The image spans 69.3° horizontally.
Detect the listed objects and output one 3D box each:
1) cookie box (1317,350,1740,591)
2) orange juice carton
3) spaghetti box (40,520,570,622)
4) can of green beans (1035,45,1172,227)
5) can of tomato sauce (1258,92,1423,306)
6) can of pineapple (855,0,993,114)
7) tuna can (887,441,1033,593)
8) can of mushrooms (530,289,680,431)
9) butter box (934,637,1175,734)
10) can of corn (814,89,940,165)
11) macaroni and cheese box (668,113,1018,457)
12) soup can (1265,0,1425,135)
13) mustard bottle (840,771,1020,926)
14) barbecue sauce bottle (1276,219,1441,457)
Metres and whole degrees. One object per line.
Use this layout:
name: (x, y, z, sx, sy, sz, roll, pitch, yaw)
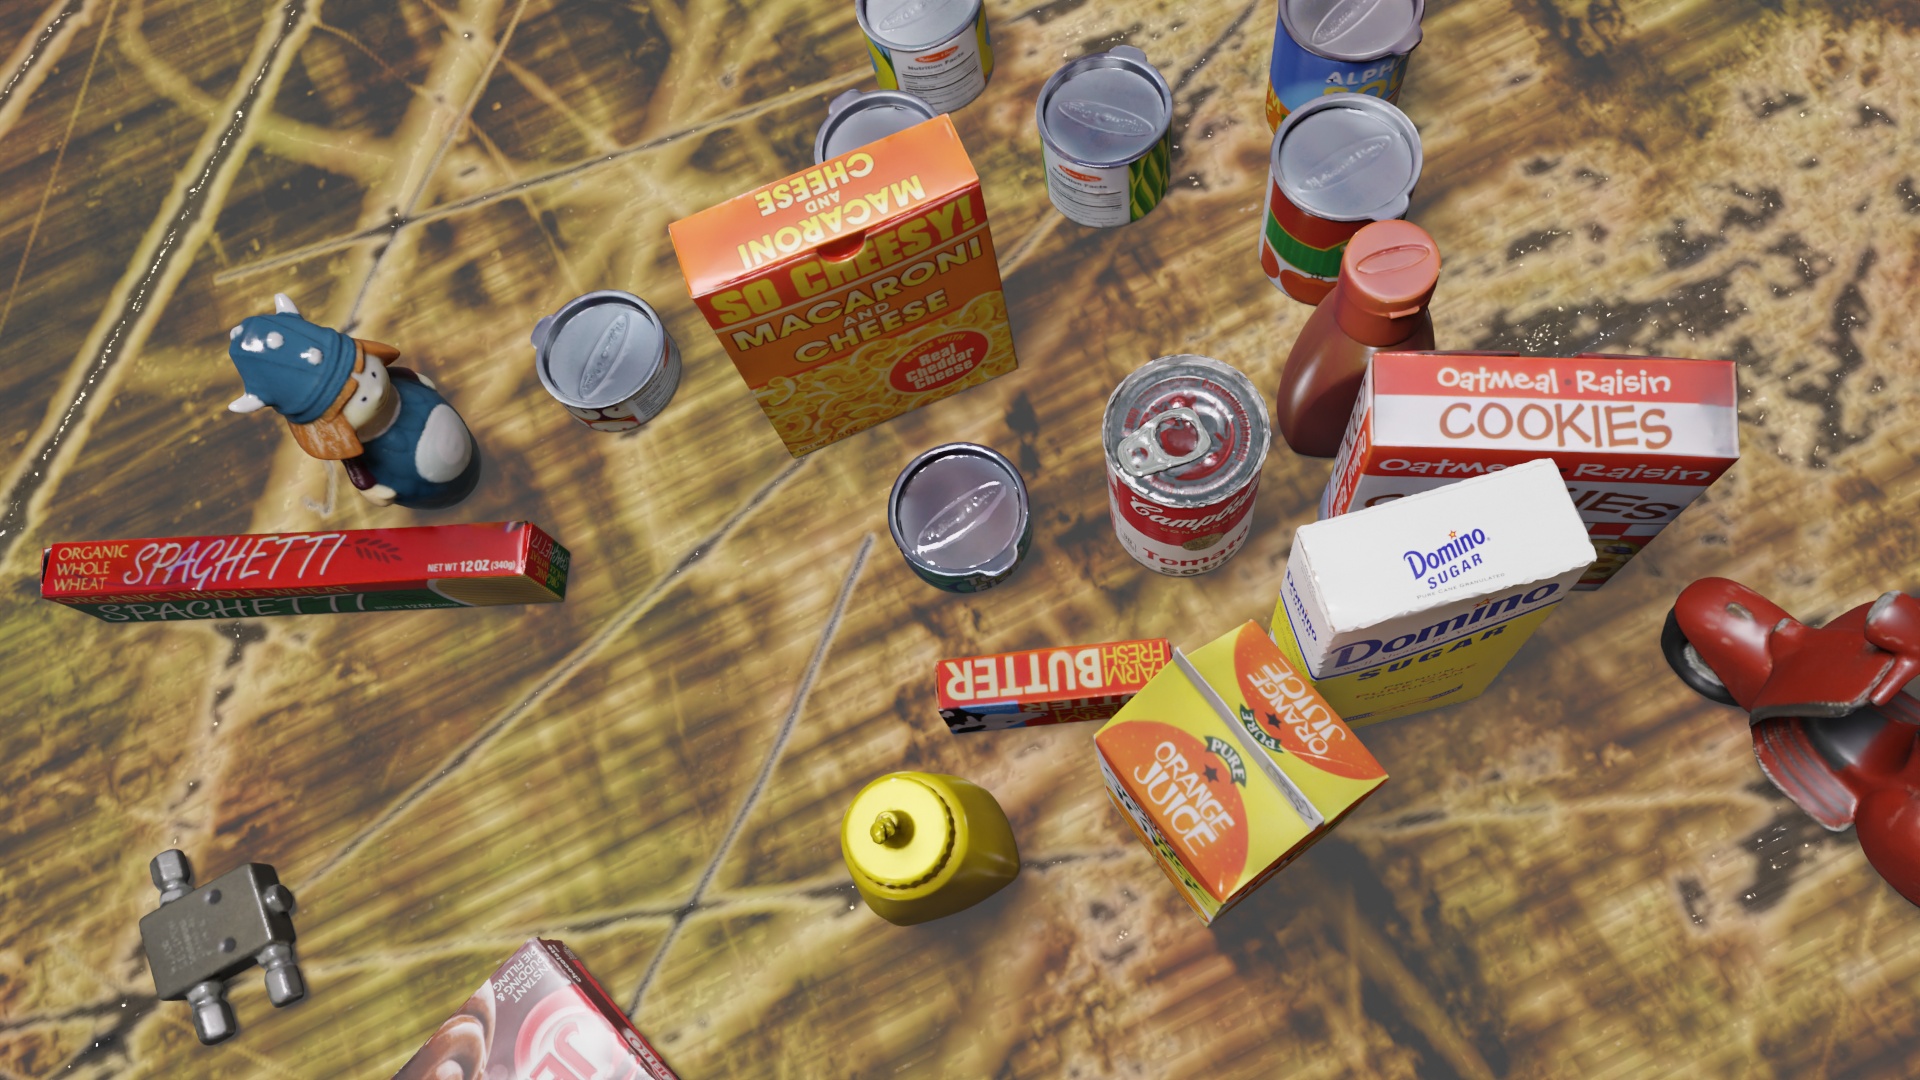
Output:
cookie box: (0.215, -0.023, 0.558, 0.123, 0.167, 0.040, 2, 72, 8)
orange juice carton: (0.101, 0.089, 0.520, 0.073, 0.192, 0.072, -36, 71, -5)
spaghetti box: (-0.319, 0.016, 0.678, 0.250, 0.050, 0.029, -3, 71, 7)
can of green beans: (0.073, -0.199, 0.697, 0.071, 0.057, 0.071, -2, 71, 7)
can of tomato sauce: (0.178, -0.157, 0.654, 0.071, 0.083, 0.071, -2, 71, 7)
can of pineapple: (-0.018, -0.270, 0.733, 0.071, 0.057, 0.071, -2, 71, 7)
tuna can: (0.002, -0.008, 0.653, 0.071, 0.032, 0.071, -2, 71, 7)
can of mushrooms: (-0.180, -0.092, 0.706, 0.071, 0.033, 0.071, -2, 71, 7)
butter box: (0.043, 0.065, 0.611, 0.103, 0.053, 0.024, -6, 71, 5)
can of corn: (-0.037, -0.186, 0.706, 0.071, 0.058, 0.071, -2, 71, 7)
macaroni and cheese box: (-0.043, -0.105, 0.621, 0.124, 0.166, 0.040, -22, 70, 0)
soup can: (0.187, -0.235, 0.680, 0.071, 0.083, 0.071, -2, 71, 7)
mustard bottle: (-0.015, 0.118, 0.543, 0.065, 0.159, 0.049, -24, 70, -1)
barbecue sauce bottle: (0.173, -0.082, 0.594, 0.065, 0.148, 0.044, -13, 70, 3)
